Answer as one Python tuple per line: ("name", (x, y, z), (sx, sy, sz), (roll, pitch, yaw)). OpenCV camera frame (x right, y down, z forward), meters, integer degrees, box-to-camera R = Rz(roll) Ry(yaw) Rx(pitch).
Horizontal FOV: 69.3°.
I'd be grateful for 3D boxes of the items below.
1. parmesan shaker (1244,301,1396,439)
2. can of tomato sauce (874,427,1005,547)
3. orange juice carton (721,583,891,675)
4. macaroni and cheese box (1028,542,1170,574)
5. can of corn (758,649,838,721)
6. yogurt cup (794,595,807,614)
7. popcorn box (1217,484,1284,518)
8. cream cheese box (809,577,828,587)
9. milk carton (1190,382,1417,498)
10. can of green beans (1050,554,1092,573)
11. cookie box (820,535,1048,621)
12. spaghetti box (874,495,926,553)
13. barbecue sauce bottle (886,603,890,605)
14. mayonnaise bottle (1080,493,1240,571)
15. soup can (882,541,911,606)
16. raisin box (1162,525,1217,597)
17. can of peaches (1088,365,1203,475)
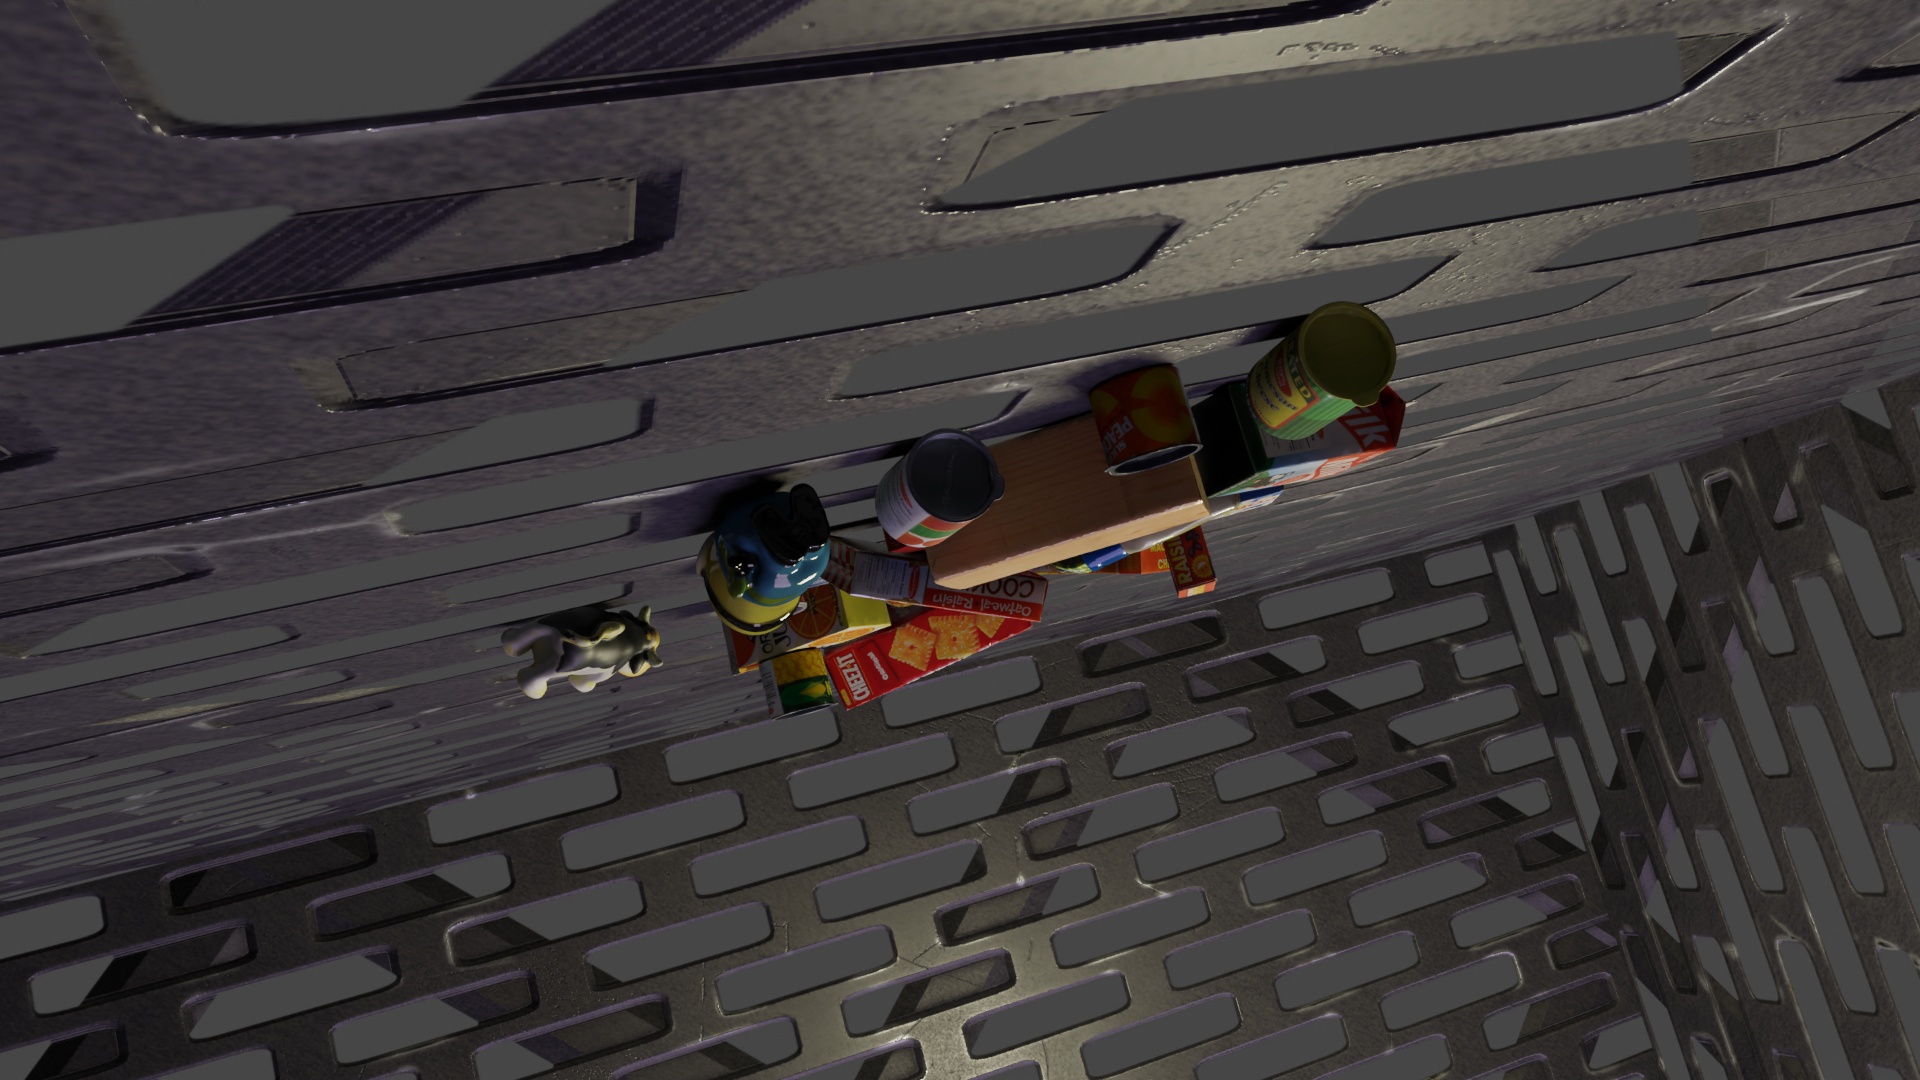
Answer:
("parmesan shaker", (0.239, -0.109, 0.933), (0.071, 0.071, 0.103), (-13, 171, -12))
("can of tomato sauce", (-0.016, -0.035, 0.976), (0.071, 0.071, 0.083), (-12, 171, -22))
("orange juice carton", (-0.172, 0.080, 1.414), (0.192, 0.072, 0.073), (-21, 168, 32))
("macaroni and cheese box", (0.157, 0.015, 1.535), (0.166, 0.040, 0.124), (-2, -179, 37))
("can of corn", (-0.163, 0.145, 1.400), (0.071, 0.058, 0.071), (-15, 170, -3))
("yogurt cup", (-0.175, 0.042, 1.229), (0.072, 0.054, 0.072), (-15, 171, -2))
("popcorn box", (0.275, -0.047, 1.483), (0.127, 0.038, 0.085), (-15, 173, 1))
("cream cheese box", (-0.153, 0.031, 1.299), (0.104, 0.024, 0.053), (-13, 169, -16))
("milk carton", (0.276, -0.089, 1.111), (0.191, 0.073, 0.072), (-11, 170, -29))
("can of green beans", (0.116, -0.001, 1.413), (0.071, 0.071, 0.058), (-18, 170, 14))
("cookie box", (-0.025, 0.031, 1.175), (0.167, 0.040, 0.123), (9, -177, -20))
("spaghetti box", (0.004, -0.015, 1.192), (0.028, 0.050, 0.250), (-18, 171, 25))
("barbecue sauce bottle", (-0.042, 0.036, 1.453), (0.148, 0.043, 0.065), (-21, 171, 36))
("mayonnaise bottle", (0.178, -0.018, 1.253), (0.148, 0.041, 0.065), (-26, -174, 18))
("soup can", (-0.041, 0.024, 1.289), (0.071, 0.071, 0.083), (-10, 170, -29))
("raisin box", (0.208, -0.011, 1.321), (0.040, 0.123, 0.086), (-16, 170, 6))
("can of peaches", (0.124, -0.082, 0.953), (0.071, 0.058, 0.071), (-14, 171, -2))
